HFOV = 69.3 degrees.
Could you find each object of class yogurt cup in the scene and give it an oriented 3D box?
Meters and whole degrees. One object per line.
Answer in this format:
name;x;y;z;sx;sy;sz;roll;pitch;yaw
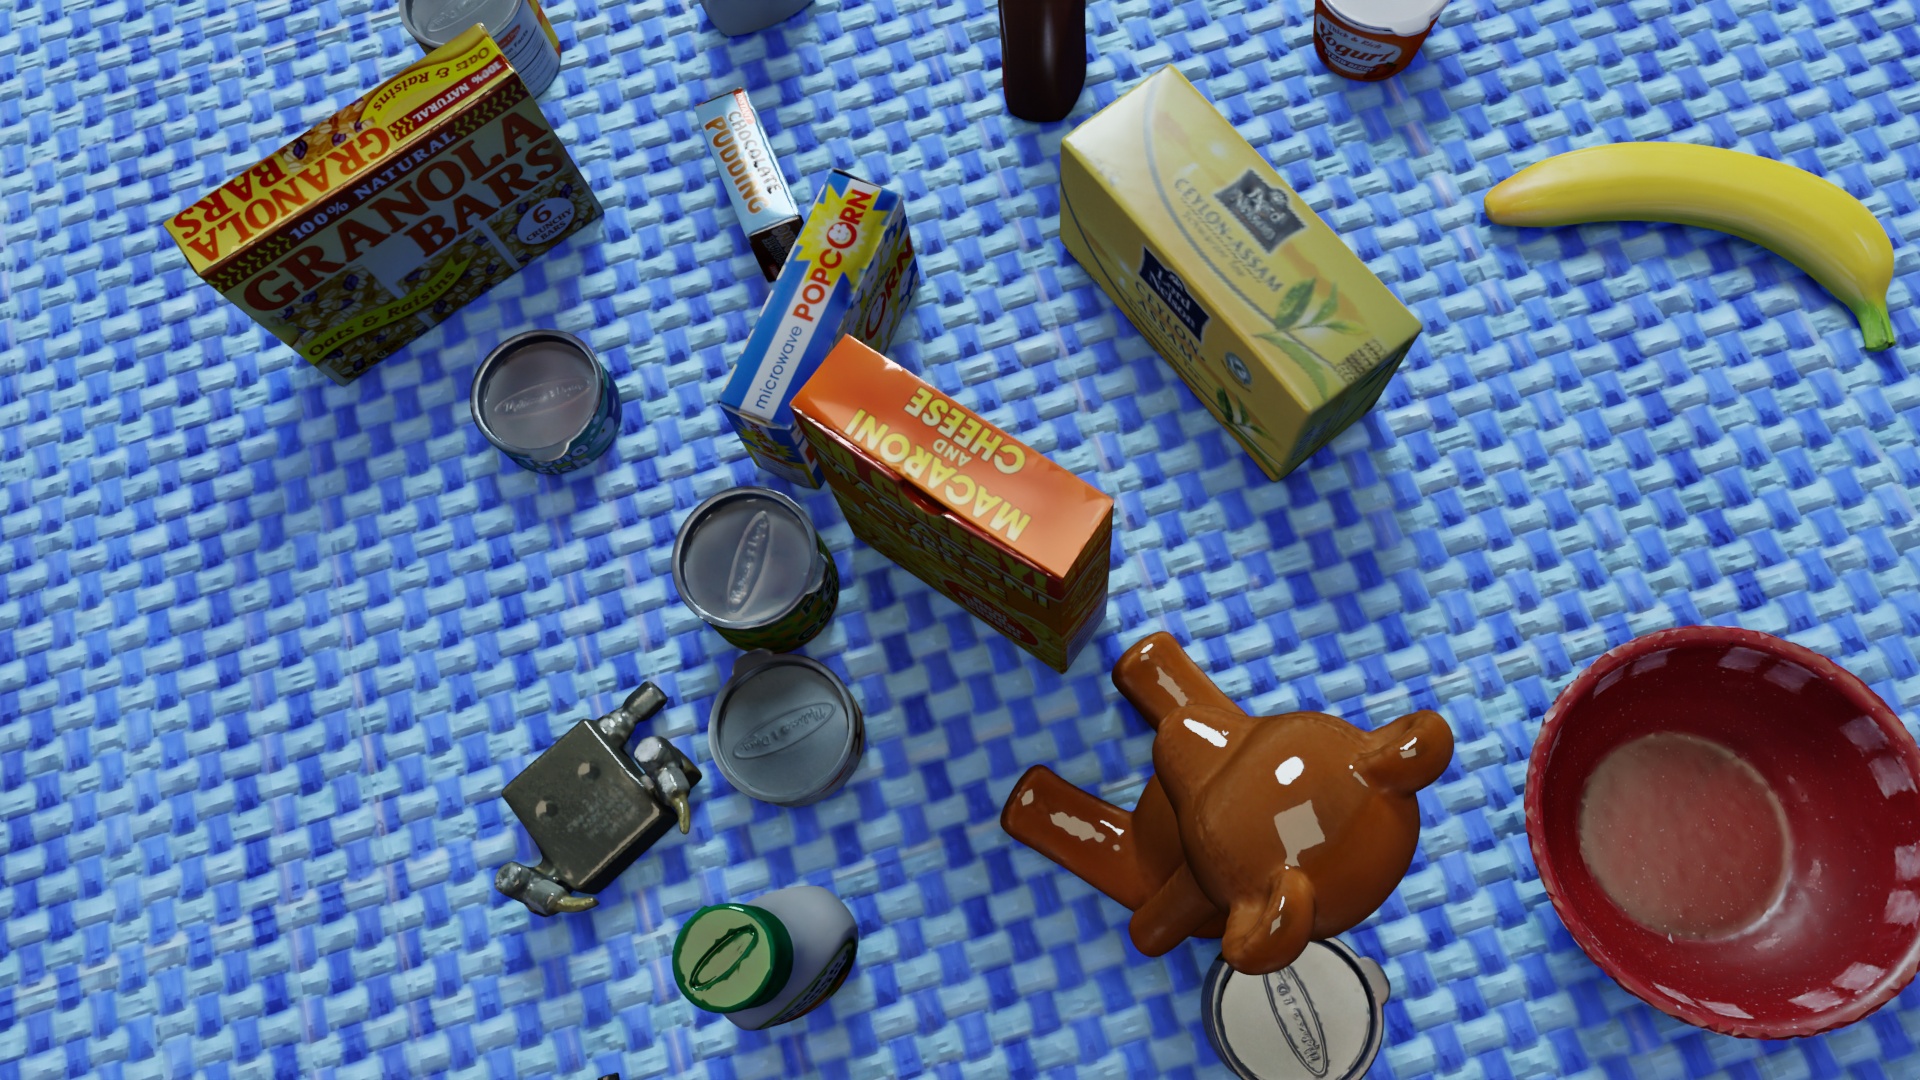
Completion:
yogurt cup;0.210;-0.270;0.702;0.072;0.053;0.072;-1;73;4

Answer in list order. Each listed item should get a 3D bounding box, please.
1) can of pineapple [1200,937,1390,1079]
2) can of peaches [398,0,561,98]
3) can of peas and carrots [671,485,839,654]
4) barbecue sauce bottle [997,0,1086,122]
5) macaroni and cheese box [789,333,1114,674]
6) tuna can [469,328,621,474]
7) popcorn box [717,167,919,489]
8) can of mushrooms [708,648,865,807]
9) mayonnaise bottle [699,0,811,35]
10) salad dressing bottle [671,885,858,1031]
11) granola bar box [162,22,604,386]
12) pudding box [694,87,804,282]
can of pineapple;0.134;0.191;0.563;0.071;0.057;0.071;-1;73;4
can of peaches;-0.255;-0.274;0.739;0.071;0.058;0.071;-1;73;4
can of peas and carrots;-0.090;0.015;0.635;0.071;0.058;0.071;-1;73;4
barbecue sauce bottle;0.039;-0.267;0.665;0.044;0.148;0.065;8;74;7
macaroni and cheese box;0.002;-0.007;0.579;0.124;0.166;0.040;33;79;13
tuna can;-0.202;-0.065;0.683;0.071;0.032;0.071;-1;73;4
popcorn box;-0.064;-0.097;0.654;0.038;0.085;0.127;21;76;11
can of mushrooms;-0.078;0.084;0.626;0.071;0.033;0.071;-1;73;4
mayonnaise bottle;-0.115;-0.317;0.693;0.065;0.147;0.041;-24;73;-3
salad dressing bottle;-0.076;0.163;0.542;0.064;0.147;0.044;-42;75;-8
granola bar box;-0.267;-0.156;0.669;0.166;0.124;0.039;-36;74;-6
pudding box;-0.103;-0.179;0.701;0.030;0.049;0.084;-23;73;-2
